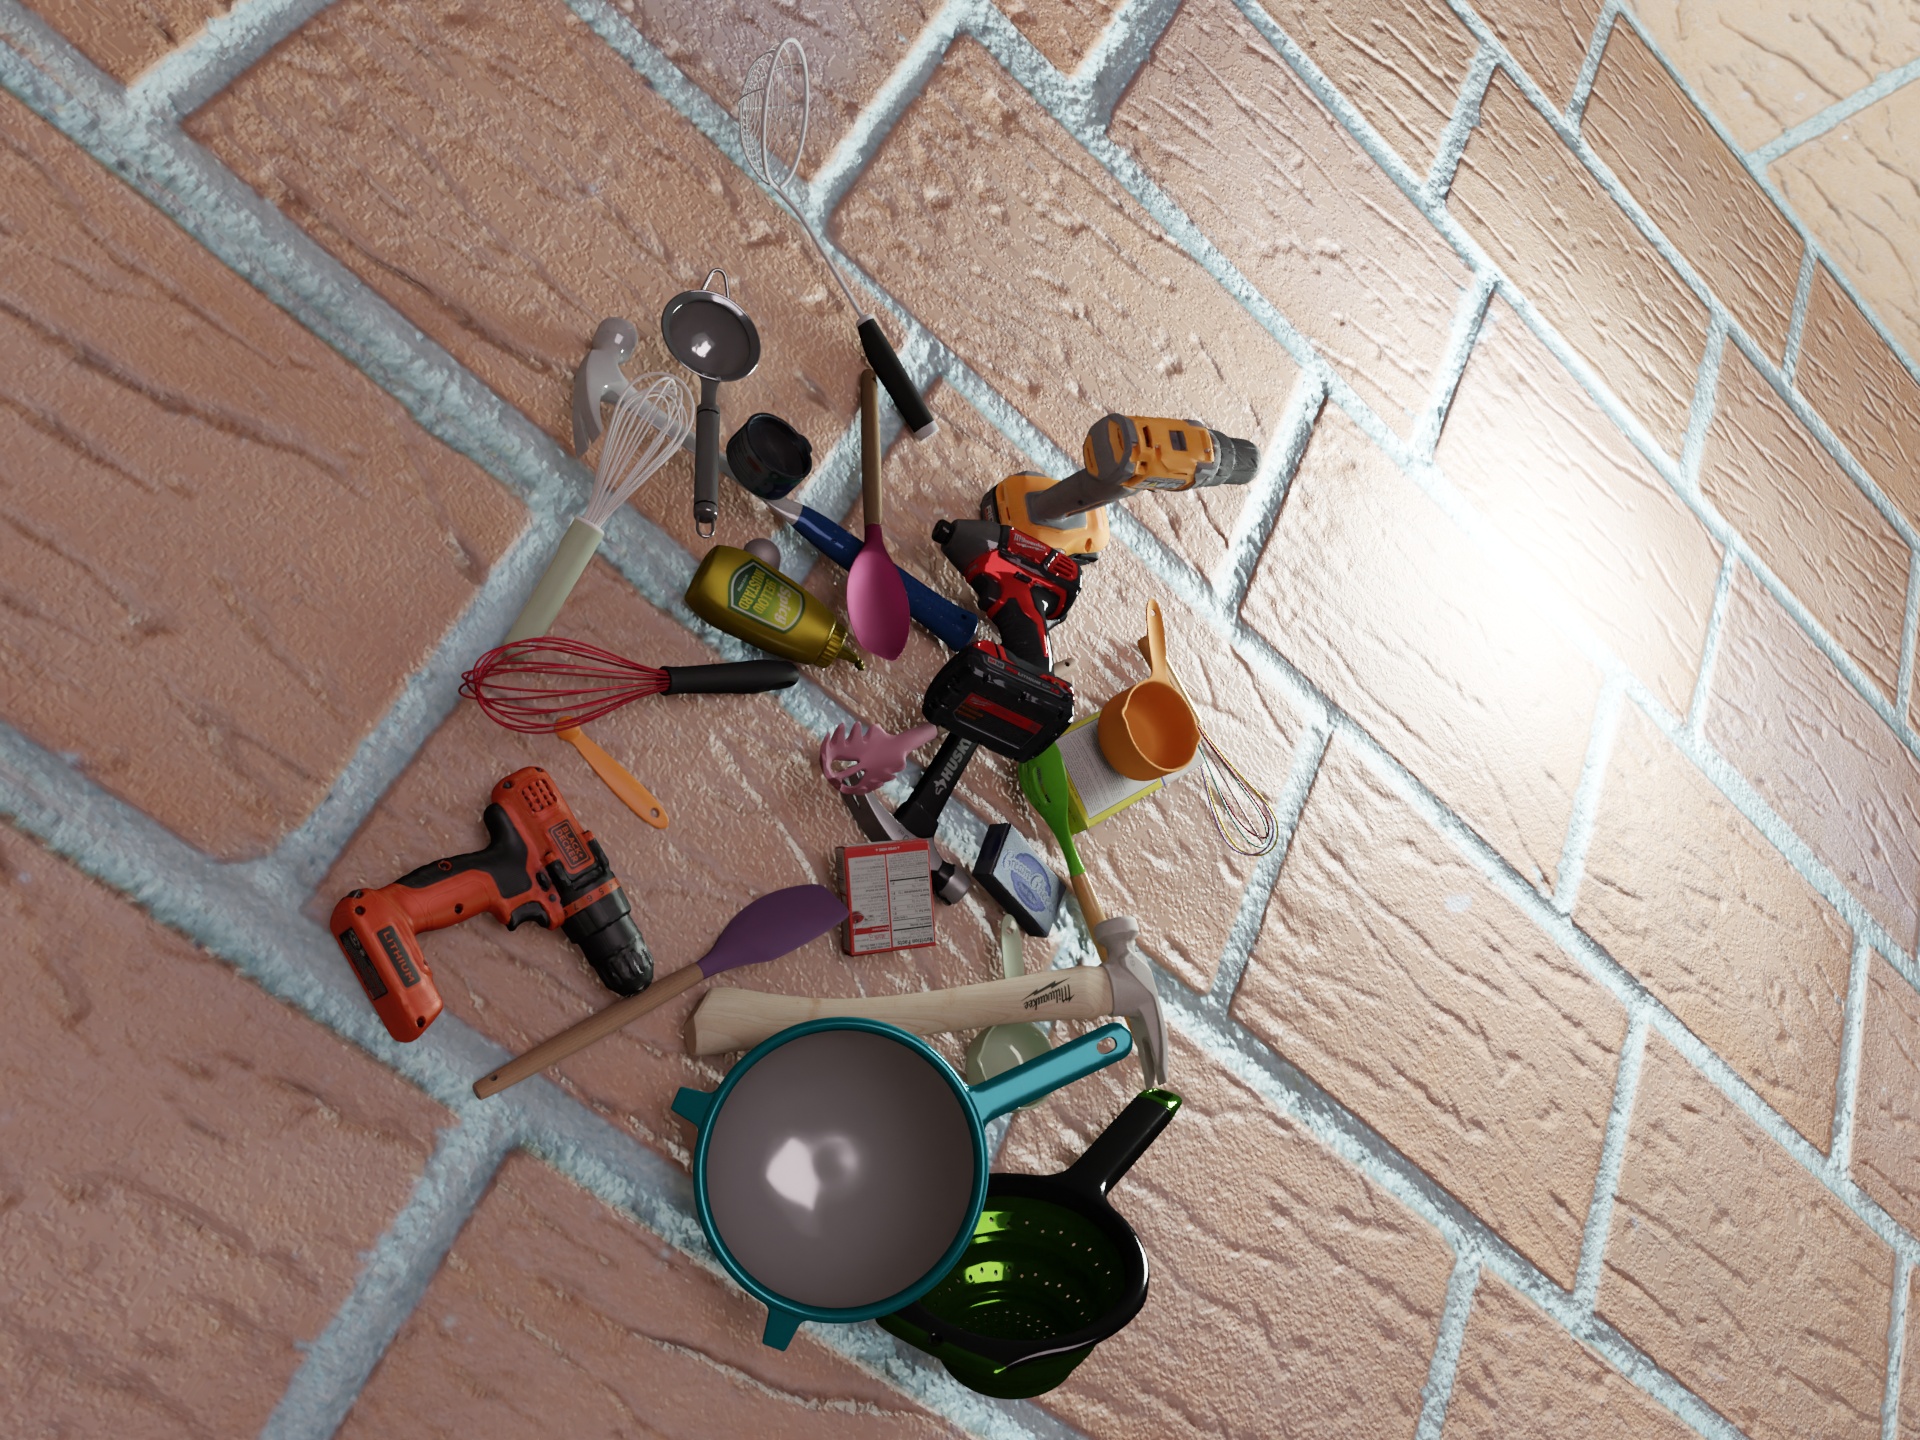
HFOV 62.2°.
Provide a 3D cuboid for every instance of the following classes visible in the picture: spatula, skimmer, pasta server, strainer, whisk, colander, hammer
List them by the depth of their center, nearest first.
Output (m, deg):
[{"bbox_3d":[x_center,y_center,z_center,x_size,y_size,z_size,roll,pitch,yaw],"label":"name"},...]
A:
[{"bbox_3d":[-0.218,0.197,1.181,0.316,0.018,0.060,-27,51,-35],"label":"spatula"},{"bbox_3d":[-0.033,0.304,1.186,0.340,0.095,0.211,-22,81,-14],"label":"strainer"},{"bbox_3d":[-0.276,-0.154,1.198,0.059,0.058,0.246,29,86,2],"label":"whisk"},{"bbox_3d":[-0.243,-0.030,1.220,0.295,0.073,0.073,-4,77,-43],"label":"whisk"},{"bbox_3d":[-0.017,0.241,1.269,0.410,0.038,0.146,0,65,-28],"label":"hammer"},{"bbox_3d":[0.081,0.421,1.275,0.397,0.205,0.094,-28,126,-54],"label":"colander"},{"bbox_3d":[-0.205,-0.253,1.279,0.086,0.050,0.259,12,58,-26],"label":"strainer"},{"bbox_3d":[-0.149,-0.175,1.341,0.405,0.035,0.144,34,41,-25],"label":"hammer"},{"bbox_3d":[-0.002,-0.004,1.354,0.316,0.040,0.060,-25,76,-40],"label":"pasta server"},{"bbox_3d":[0.012,-0.008,1.412,0.146,0.035,0.335,43,55,-17],"label":"hammer"},{"bbox_3d":[-0.095,-0.433,1.446,0.363,0.090,0.127,59,17,-7],"label":"skimmer"},{"bbox_3d":[0.243,0.022,1.562,0.051,0.047,0.245,-27,88,-37],"label":"whisk"}]

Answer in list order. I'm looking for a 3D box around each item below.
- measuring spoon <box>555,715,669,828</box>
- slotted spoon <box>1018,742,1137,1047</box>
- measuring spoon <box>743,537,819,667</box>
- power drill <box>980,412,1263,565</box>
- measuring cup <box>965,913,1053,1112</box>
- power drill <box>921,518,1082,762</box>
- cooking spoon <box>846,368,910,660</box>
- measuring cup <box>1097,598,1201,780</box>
[{"bbox_3d":[-0.263,0.040,1.213,0.117,0.011,0.021,47,54,-13],"label":"measuring spoon"},{"bbox_3d":[0.114,0.160,1.416,0.031,0.070,0.313,-24,96,-28],"label":"slotted spoon"},{"bbox_3d":[-0.143,-0.101,1.342,0.034,0.018,0.124,-30,91,-38],"label":"measuring spoon"},{"bbox_3d":[0.148,-0.212,1.456,0.185,0.226,0.084,-2,76,-36],"label":"power drill"},{"bbox_3d":[0.038,0.248,1.344,0.083,0.038,0.168,12,61,-29],"label":"measuring cup"},{"bbox_3d":[0.034,-0.083,1.371,0.143,0.078,0.220,25,44,-20],"label":"power drill"},{"bbox_3d":[-0.076,-0.186,1.378,0.068,0.017,0.319,24,49,-36],"label":"cooking spoon"},{"bbox_3d":[0.167,-0.027,1.463,0.095,0.052,0.174,16,61,-32],"label":"measuring cup"}]
